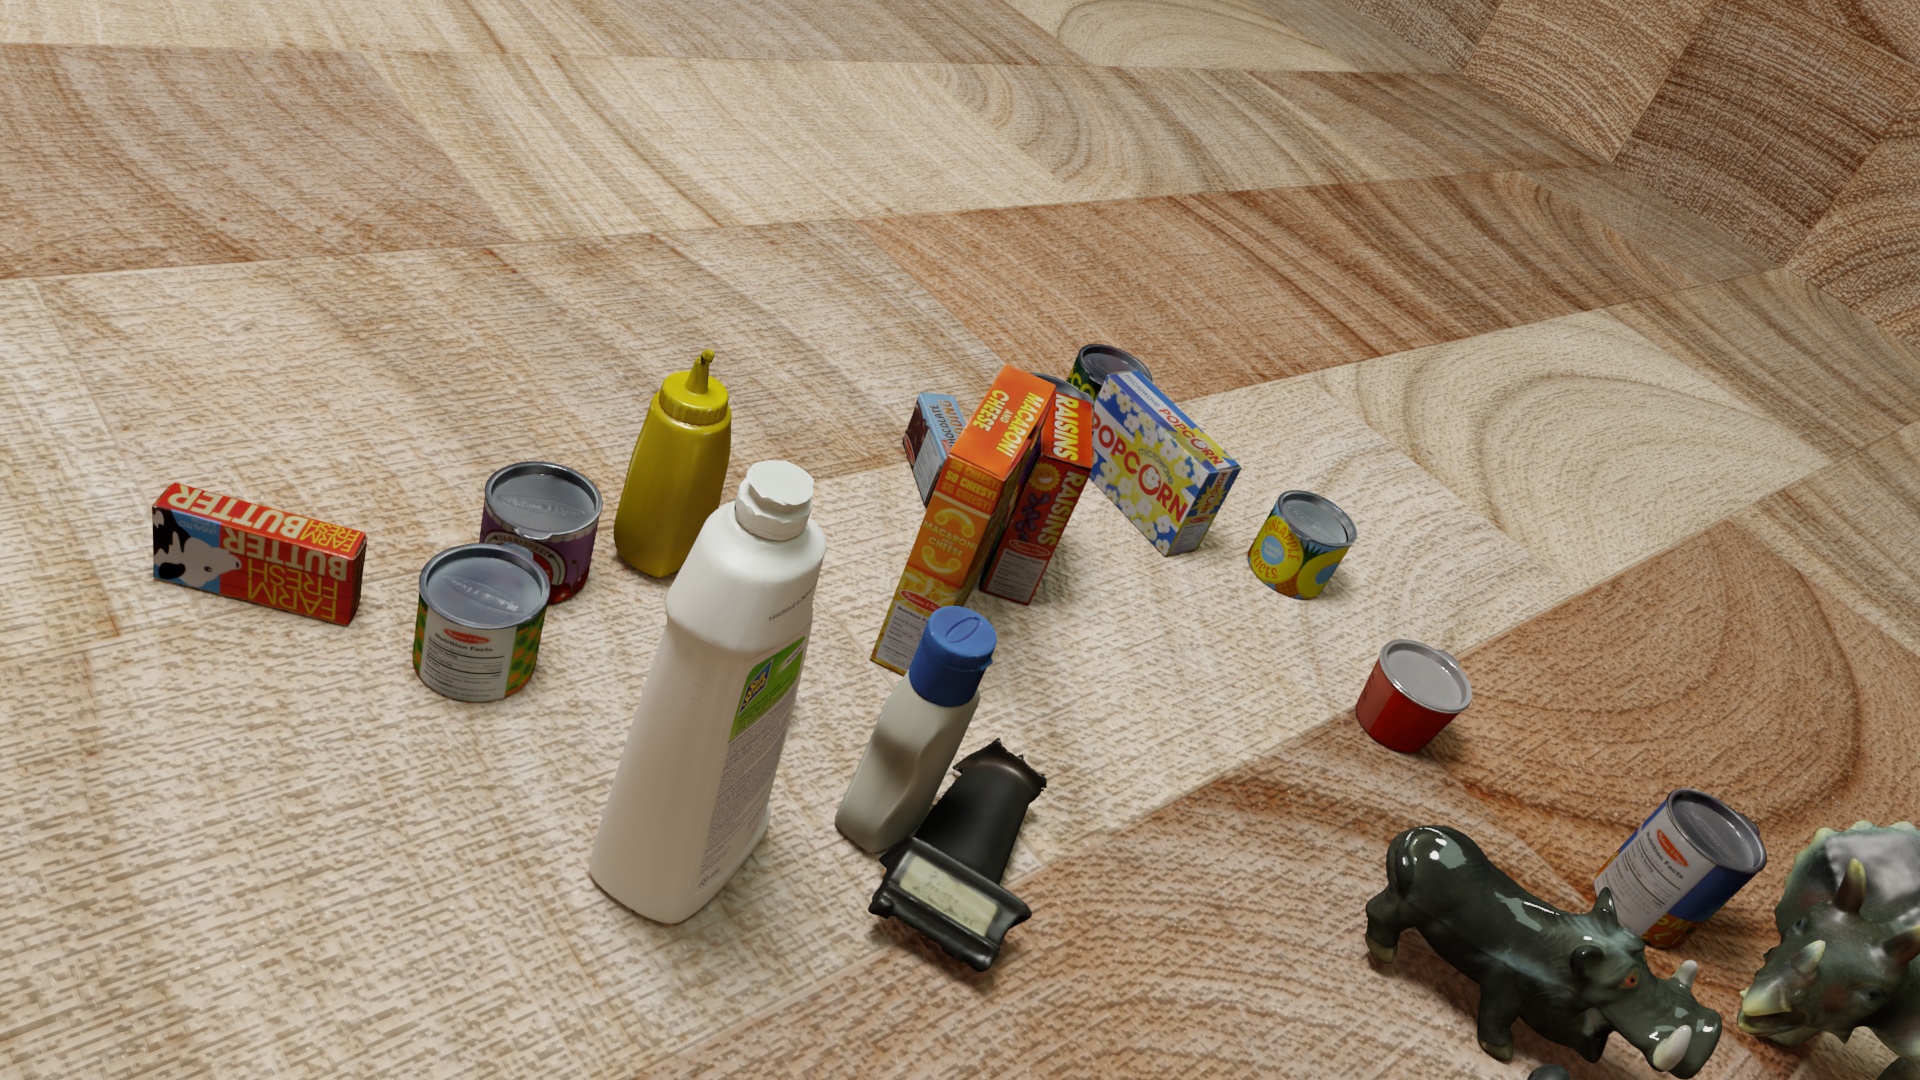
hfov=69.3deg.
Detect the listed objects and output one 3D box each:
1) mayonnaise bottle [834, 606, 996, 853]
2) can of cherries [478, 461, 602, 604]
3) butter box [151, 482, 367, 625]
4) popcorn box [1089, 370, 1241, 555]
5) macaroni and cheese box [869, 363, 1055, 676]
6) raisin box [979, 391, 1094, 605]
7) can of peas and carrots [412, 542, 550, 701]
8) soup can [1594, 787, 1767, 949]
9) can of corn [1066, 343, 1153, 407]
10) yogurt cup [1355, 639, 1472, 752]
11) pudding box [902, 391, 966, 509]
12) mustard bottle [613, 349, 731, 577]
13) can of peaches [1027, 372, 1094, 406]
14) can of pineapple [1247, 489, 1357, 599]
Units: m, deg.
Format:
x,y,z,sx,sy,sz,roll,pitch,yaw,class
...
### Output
x,y,z,sx,sy,sz,roll,pitch,yaw,class
-0.021,0.099,0.730,0.041,0.147,0.065,36,38,18,mayonnaise bottle
-0.249,-0.003,0.816,0.071,0.058,0.072,14,37,-11,can of cherries
-0.373,0.008,0.742,0.103,0.052,0.024,15,36,-9,butter box
0.148,-0.061,1.074,0.038,0.084,0.127,-11,48,-37,popcorn box
0.003,-0.011,0.866,0.040,0.165,0.124,25,36,3,macaroni and cheese box
0.052,-0.030,0.952,0.040,0.122,0.086,17,36,-7,raisin box
-0.259,0.043,0.753,0.071,0.058,0.071,14,37,-11,can of peas and carrots
0.463,0.211,0.893,0.071,0.083,0.072,14,37,-11,soup can
0.118,-0.121,1.157,0.071,0.058,0.071,14,37,-11,can of corn
0.312,0.111,0.968,0.072,0.053,0.073,14,37,-11,yogurt cup
-0.015,-0.066,1.026,0.030,0.049,0.084,5,40,-23,pudding box
-0.168,-0.052,0.835,0.049,0.159,0.066,29,36,9,mustard bottle
0.064,-0.089,1.089,0.071,0.057,0.071,14,37,-11,can of peaches
0.262,0.003,1.075,0.071,0.057,0.071,14,37,-11,can of pineapple
